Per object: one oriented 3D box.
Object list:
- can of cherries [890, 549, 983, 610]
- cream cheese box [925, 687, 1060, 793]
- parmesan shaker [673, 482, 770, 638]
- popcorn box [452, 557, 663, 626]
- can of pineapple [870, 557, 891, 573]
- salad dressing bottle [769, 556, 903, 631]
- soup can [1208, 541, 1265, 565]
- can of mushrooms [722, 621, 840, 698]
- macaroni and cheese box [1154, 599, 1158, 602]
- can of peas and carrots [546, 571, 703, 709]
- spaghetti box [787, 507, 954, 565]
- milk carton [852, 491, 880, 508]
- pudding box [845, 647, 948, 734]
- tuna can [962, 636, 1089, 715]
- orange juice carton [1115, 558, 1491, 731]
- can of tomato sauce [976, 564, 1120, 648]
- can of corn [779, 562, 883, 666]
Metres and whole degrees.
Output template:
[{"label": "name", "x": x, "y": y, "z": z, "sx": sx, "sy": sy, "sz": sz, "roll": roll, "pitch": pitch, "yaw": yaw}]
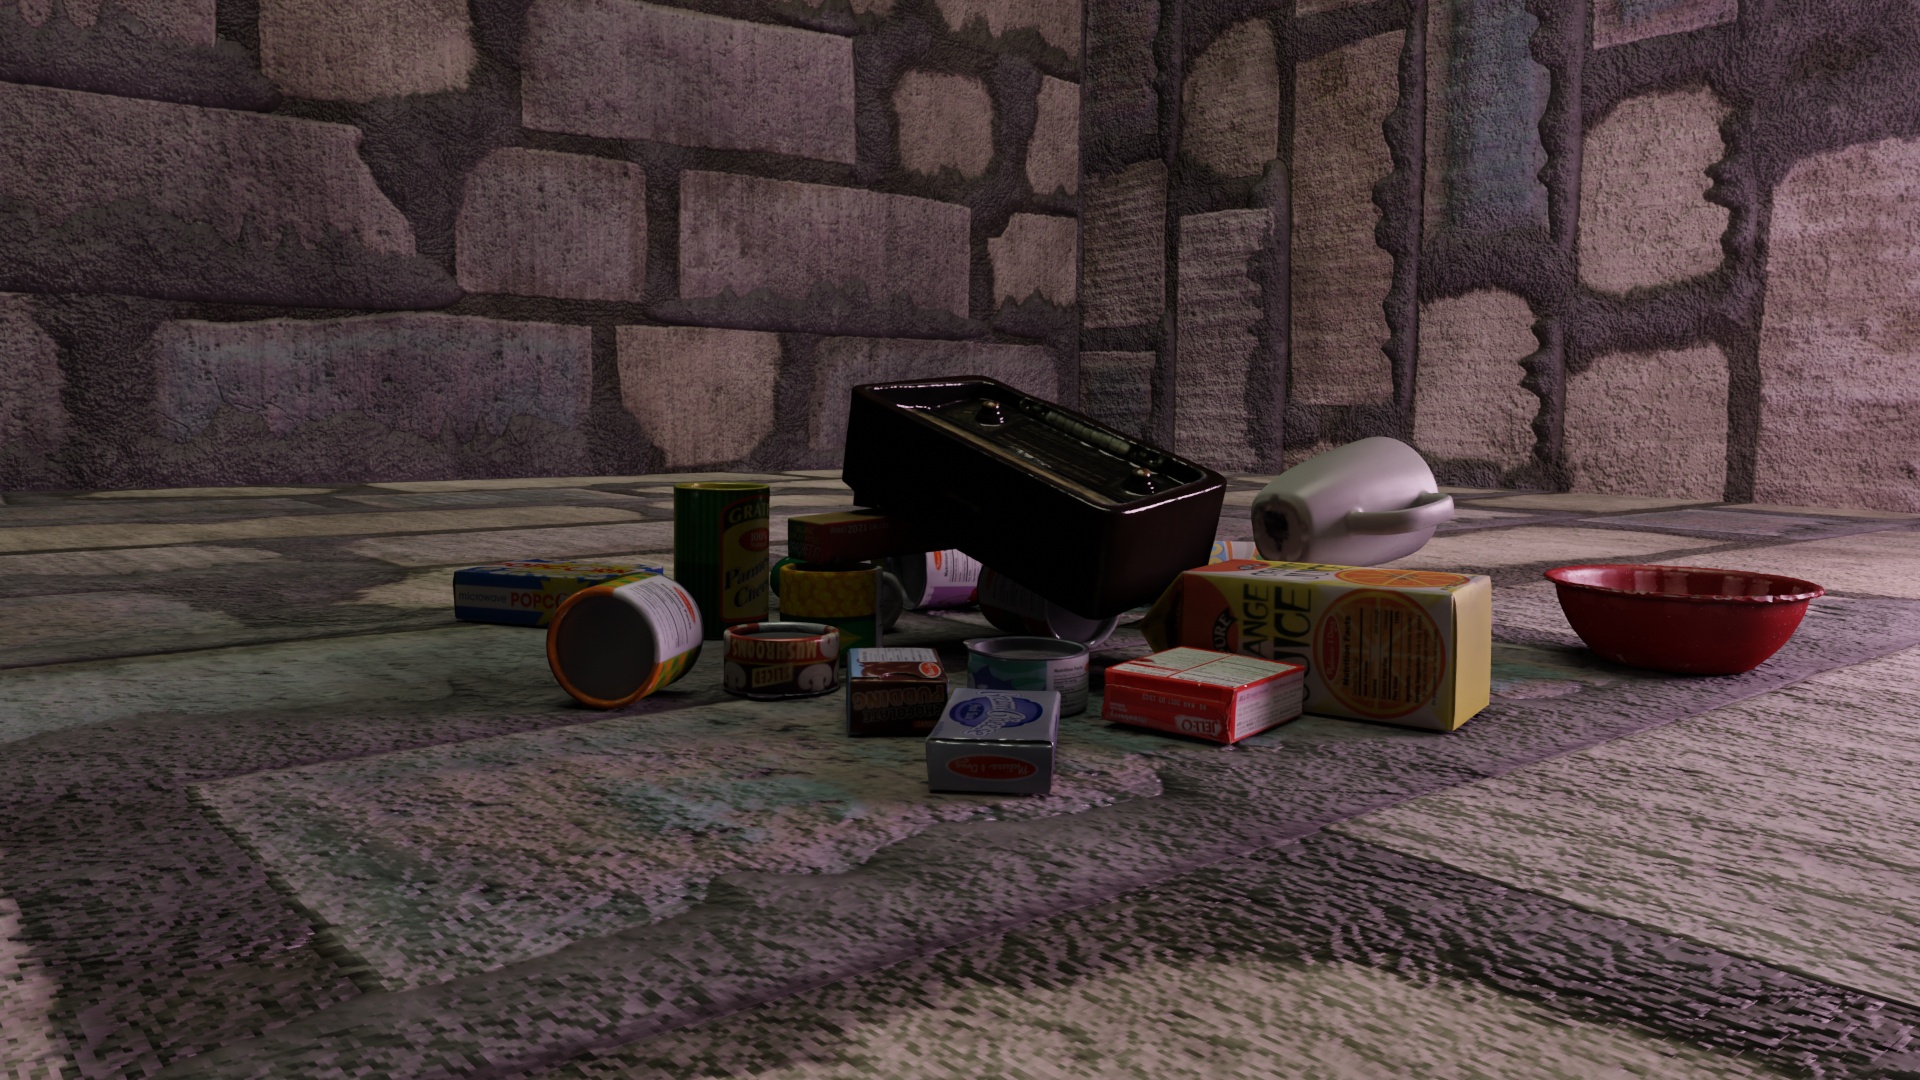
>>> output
[{"label": "can of cherries", "x": -0.016, "y": 0.021, "z": 1.092, "sx": 0.058, "sy": 0.071, "sz": 0.071, "roll": -2, "pitch": 6, "yaw": -27}, {"label": "cream cheese box", "x": 0.017, "y": 0.088, "z": 0.628, "sx": 0.053, "sy": 0.024, "sz": 0.104, "roll": 2, "pitch": 6, "yaw": 6}, {"label": "parmesan shaker", "x": -0.164, "y": 0.012, "z": 0.968, "sx": 0.071, "sy": 0.103, "sz": 0.071, "roll": 1, "pitch": 6, "yaw": 0}, {"label": "popcorn box", "x": -0.293, "y": 0.038, "z": 1.019, "sx": 0.127, "sy": 0.038, "sz": 0.085, "roll": 3, "pitch": 6, "yaw": 20}, {"label": "can of pineapple", "x": -0.039, "y": 0.011, "z": 1.167, "sx": 0.071, "sy": 0.071, "sz": 0.058, "roll": -1, "pitch": 5, "yaw": -19}, {"label": "salad dressing bottle", "x": -0.096, "y": 0.037, "z": 1.029, "sx": 0.064, "sy": 0.044, "sz": 0.147, "roll": -1, "pitch": 6, "yaw": -31}, {"label": "soup can", "x": 0.187, "y": 0.030, "z": 0.993, "sx": 0.084, "sy": 0.071, "sz": 0.071, "roll": 1, "pitch": 5, "yaw": 4}, {"label": "can of mushrooms", "x": -0.101, "y": 0.067, "z": 0.784, "sx": 0.071, "sy": 0.033, "sz": 0.071, "roll": 1, "pitch": 5, "yaw": 0}, {"label": "macaroni and cheese box", "x": 0.215, "y": 0.029, "z": 1.159, "sx": 0.124, "sy": 0.040, "sz": 0.166, "roll": 1, "pitch": 6, "yaw": -8}, {"label": "can of peas and carrots", "x": -0.182, "y": 0.055, "z": 0.749, "sx": 0.071, "sy": 0.071, "sz": 0.059, "roll": 2, "pitch": 6, "yaw": 11}, {"label": "spaghetti box", "x": 0.003, "y": -0.012, "z": 0.945, "sx": 0.251, "sy": 0.028, "sz": 0.050, "roll": -7, "pitch": 10, "yaw": -34}, {"label": "milk carton", "x": 0.012, "y": -0.054, "z": 1.173, "sx": 0.191, "sy": 0.073, "sz": 0.072, "roll": 6, "pitch": 0, "yaw": -21}, {"label": "pudding box", "x": -0.034, "y": 0.076, "z": 0.715, "sx": 0.050, "sy": 0.030, "sz": 0.084, "roll": 1, "pitch": 6, "yaw": -6}, {"label": "tuna can", "x": 0.034, "y": 0.072, "z": 0.747, "sx": 0.071, "sy": 0.032, "sz": 0.071, "roll": 1, "pitch": 6, "yaw": 0}, {"label": "orange juice carton", "x": 0.187, "y": 0.052, "z": 0.770, "sx": 0.192, "sy": 0.073, "sz": 0.072, "roll": 4, "pitch": 8, "yaw": 35}, {"label": "can of tomato sauce", "x": 0.062, "y": 0.037, "z": 0.944, "sx": 0.071, "sy": 0.071, "sz": 0.083, "roll": -2, "pitch": 7, "yaw": -30}, {"label": "can of corn", "x": -0.084, "y": 0.045, "z": 0.875, "sx": 0.071, "sy": 0.058, "sz": 0.071, "roll": 1, "pitch": 5, "yaw": 0}]
